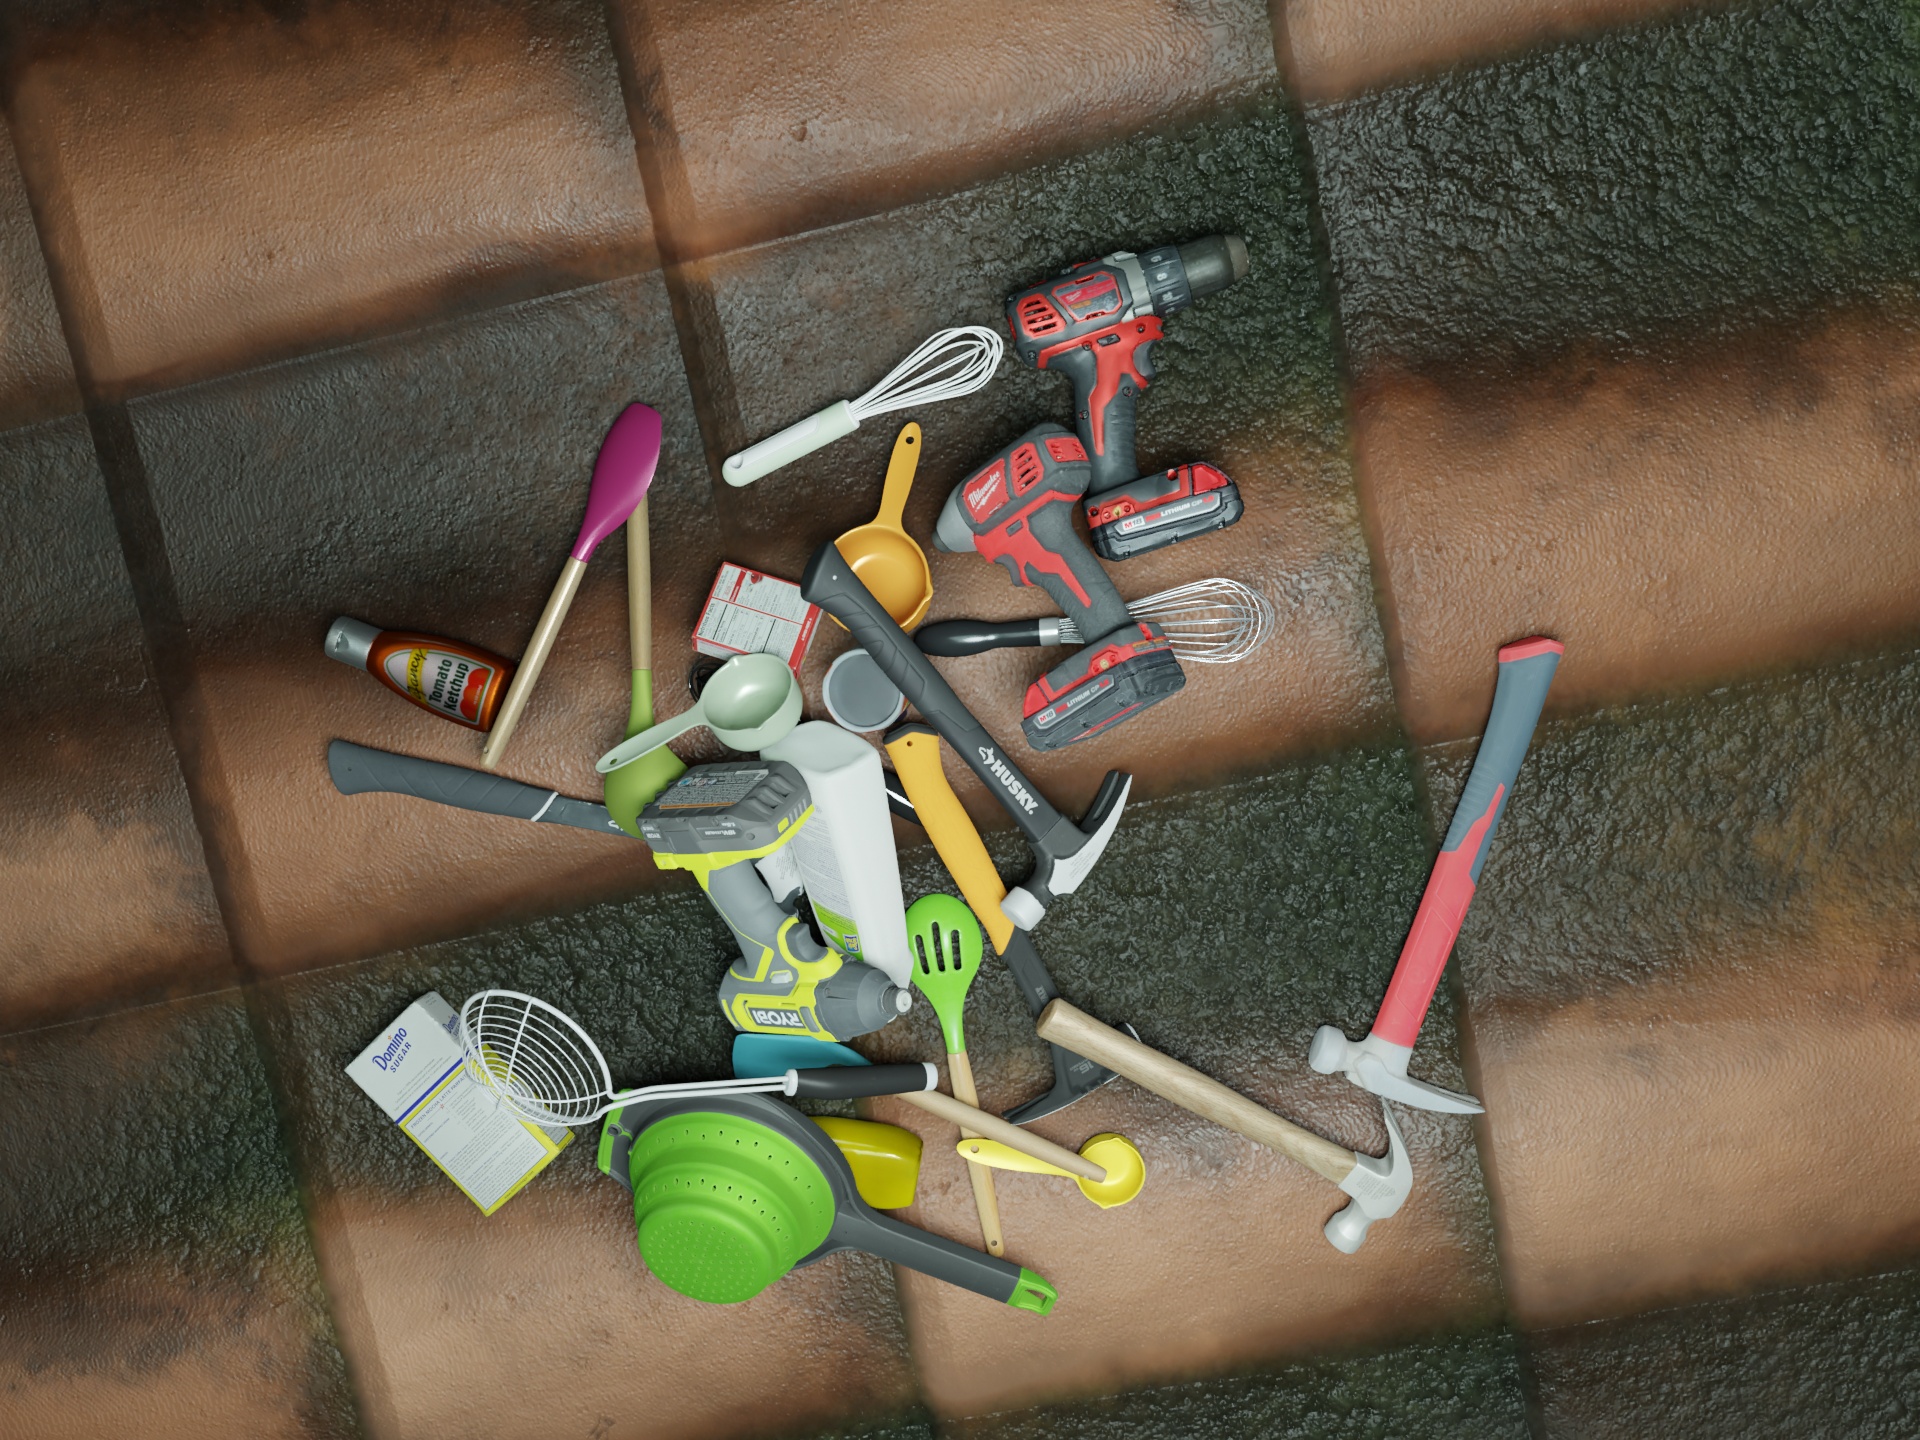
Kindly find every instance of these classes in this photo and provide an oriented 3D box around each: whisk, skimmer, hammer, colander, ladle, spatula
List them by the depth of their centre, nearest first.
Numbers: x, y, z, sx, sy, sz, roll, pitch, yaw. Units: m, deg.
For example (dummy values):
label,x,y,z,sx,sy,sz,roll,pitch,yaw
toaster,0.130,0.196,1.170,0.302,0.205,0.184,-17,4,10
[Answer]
label,x,y,z,sx,sy,sz,roll,pitch,yaw
hammer,-0.002,-0.004,1.212,0.146,0.035,0.334,-46,110,-16
skimmer,-0.194,0.255,1.219,0.363,0.090,0.127,3,135,-25
whisk,-0.079,-0.245,1.248,0.246,0.059,0.058,-25,57,11
whisk,0.103,-0.073,1.254,0.284,0.070,0.070,-3,97,10
hammer,0.410,0.122,1.262,0.143,0.038,0.386,19,98,0
hammer,0.213,0.307,1.270,0.331,0.031,0.130,28,112,-7
ladle,-0.251,-0.064,1.271,0.078,0.062,0.320,-4,83,9
colander,-0.116,0.425,1.274,0.397,0.095,0.204,21,123,0
hammer,0.021,0.157,1.276,0.127,0.034,0.337,-28,97,-9
whisk,-0.115,0.020,1.286,0.239,0.055,0.055,31,98,-5
spatula,-0.033,0.318,1.298,0.317,0.044,0.082,21,141,8
hammer,-0.323,0.070,1.311,0.409,0.036,0.149,12,97,3

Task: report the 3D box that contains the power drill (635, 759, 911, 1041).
label,x,y,z,sx,sy,sz,roll,pitch,yaw
power drill,-0.138,0.145,1.209,0.171,0.080,0.223,-4,119,36

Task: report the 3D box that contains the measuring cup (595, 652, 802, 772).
label,x,y,z,sx,sy,sz,roll,pitch,yaw
measuring cup,-0.198,0.009,1.222,0.167,0.083,0.038,-26,139,1

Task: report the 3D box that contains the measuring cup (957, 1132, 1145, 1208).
label,x,y,z,sx,sy,sz,roll,pitch,yaw
measuring cup,0.075,0.362,1.320,0.156,0.029,0.062,9,98,2

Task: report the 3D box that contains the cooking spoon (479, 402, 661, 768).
label,x,y,z,sx,sy,sz,roll,pitch,yaw
cooking spoon,-0.316,-0.106,1.274,0.069,0.017,0.319,28,96,34

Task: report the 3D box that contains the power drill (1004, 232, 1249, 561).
label,x,y,z,sx,sy,sz,roll,pitch,yaw
power drill,0.152,-0.250,1.217,0.188,0.080,0.226,-18,93,6

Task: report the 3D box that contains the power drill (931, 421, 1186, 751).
label,x,y,z,sx,sy,sz,roll,pitch,yaw
power drill,0.064,-0.096,1.189,0.143,0.078,0.220,-31,79,37

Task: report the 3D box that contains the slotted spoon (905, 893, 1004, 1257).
label,x,y,z,sx,sy,sz,roll,pitch,yaw
slotted spoon,0.004,0.298,1.320,0.070,0.031,0.313,-10,98,4

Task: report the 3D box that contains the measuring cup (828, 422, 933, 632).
label,x,y,z,sx,sy,sz,roll,pitch,yaw
measuring cup,-0.055,-0.147,1.259,0.095,0.052,0.174,13,83,7
